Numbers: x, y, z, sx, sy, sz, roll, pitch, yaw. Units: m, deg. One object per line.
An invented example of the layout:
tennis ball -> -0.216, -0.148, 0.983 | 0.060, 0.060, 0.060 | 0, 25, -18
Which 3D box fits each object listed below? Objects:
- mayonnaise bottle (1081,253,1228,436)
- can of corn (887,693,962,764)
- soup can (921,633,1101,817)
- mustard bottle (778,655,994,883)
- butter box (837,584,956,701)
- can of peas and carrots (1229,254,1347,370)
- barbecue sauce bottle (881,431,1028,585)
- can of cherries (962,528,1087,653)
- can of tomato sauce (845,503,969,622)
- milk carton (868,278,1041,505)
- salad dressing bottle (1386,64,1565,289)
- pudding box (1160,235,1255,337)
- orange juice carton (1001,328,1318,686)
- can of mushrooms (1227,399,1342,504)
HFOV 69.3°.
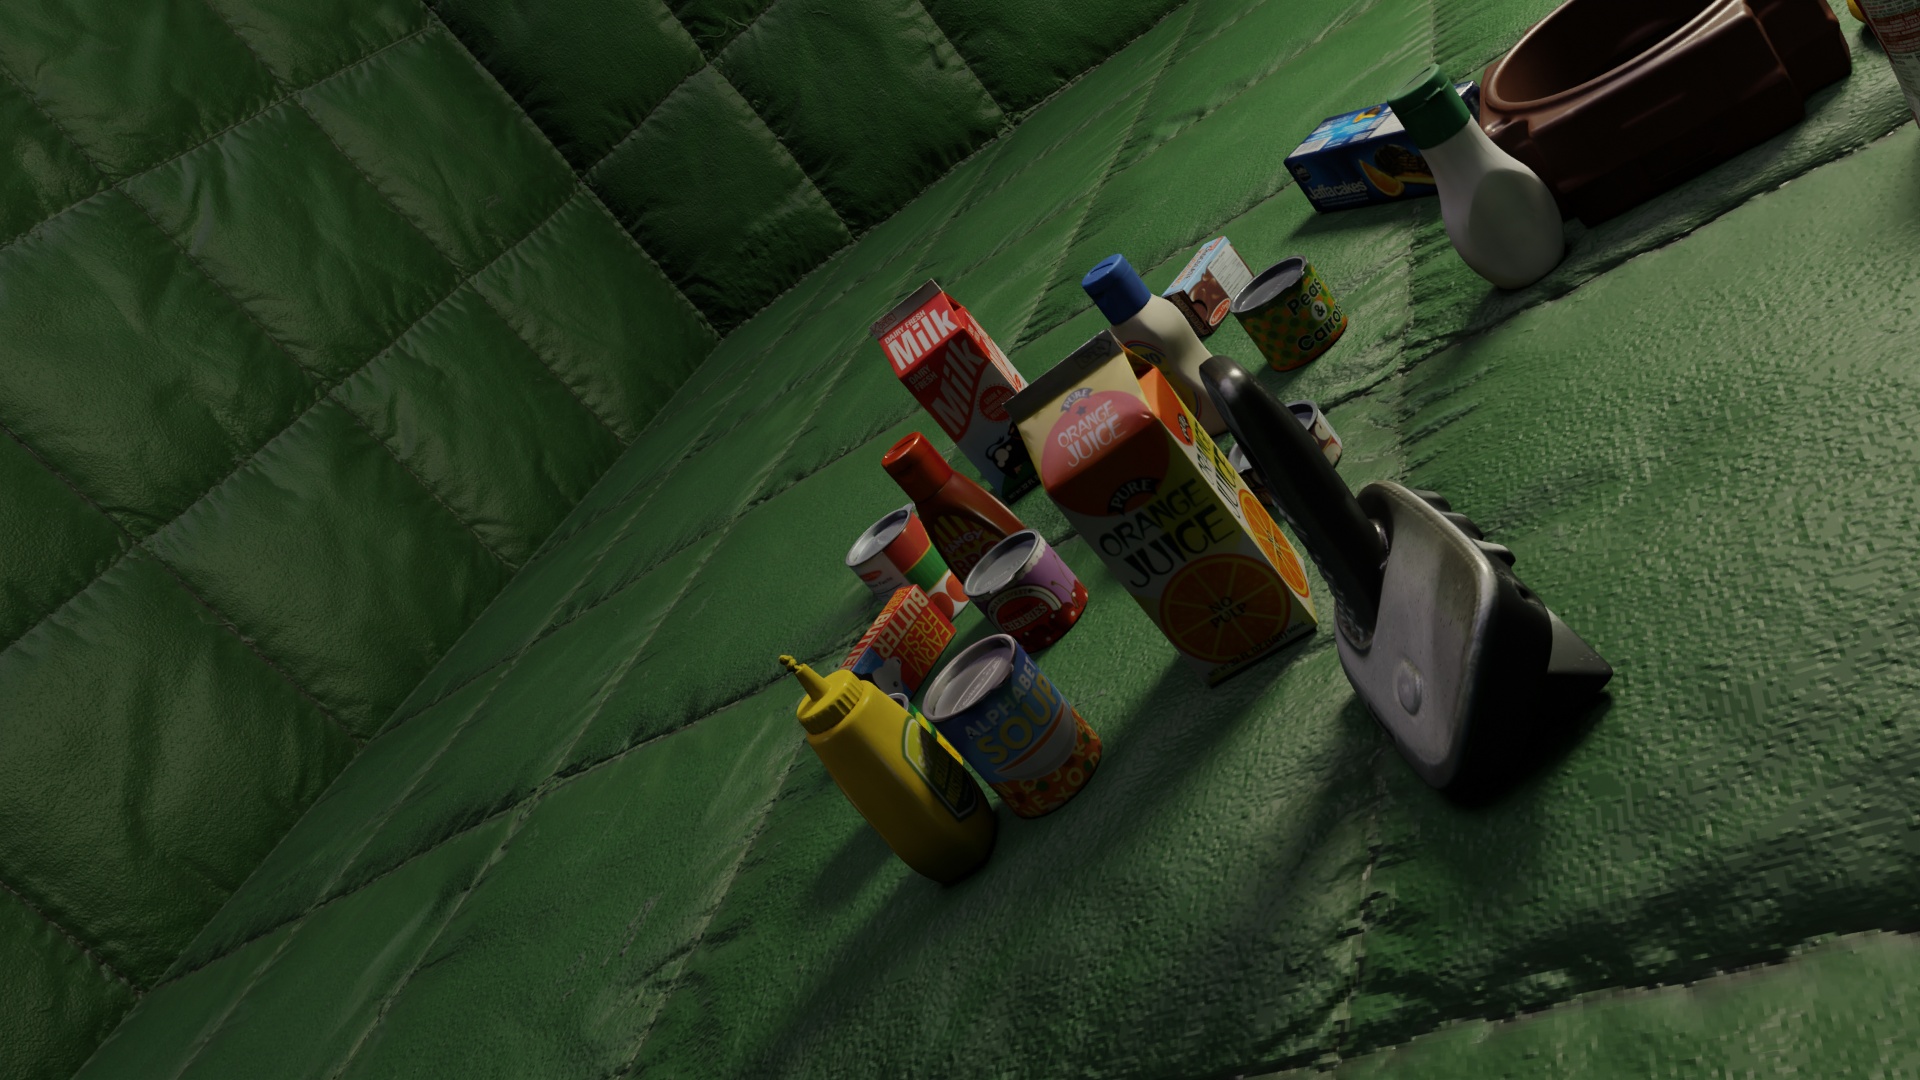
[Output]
mayonnaise bottle -> 0.145, -0.140, 1.013 | 0.041, 0.148, 0.064 | -50, 20, -25
can of corn -> -0.040, 0.141, 0.877 | 0.071, 0.058, 0.071 | -36, 19, 15
soup can -> 0.031, 0.105, 0.781 | 0.071, 0.083, 0.071 | -36, 19, 15
mustard bottle -> -0.045, 0.120, 0.774 | 0.048, 0.160, 0.065 | -34, 19, 20
butter box -> -0.049, 0.086, 1.027 | 0.024, 0.053, 0.104 | -19, 28, 49
can of peas and carrots -> 0.243, -0.168, 1.023 | 0.071, 0.058, 0.071 | -36, 19, 15
barbecue sauce bottle -> 0.004, -0.013, 0.998 | 0.064, 0.148, 0.044 | -30, 21, 30
can of cherries -> 0.044, 0.036, 0.950 | 0.071, 0.058, 0.072 | -36, 19, 15
can of tomato sauce -> -0.038, 0.024, 1.098 | 0.071, 0.083, 0.071 | -36, 19, 15
milk carton -> 0.009, -0.131, 1.190 | 0.072, 0.190, 0.074 | -36, 19, 14
salad dressing bottle -> 0.321, -0.227, 0.867 | 0.064, 0.147, 0.044 | -39, 18, 7
pudding box -> 0.216, -0.221, 1.212 | 0.030, 0.049, 0.084 | -13, 33, 55
orange juice carton -> 0.107, -0.021, 0.747 | 0.071, 0.192, 0.073 | -33, 20, 22
can of mushrooms -> 0.205, -0.054, 0.882 | 0.071, 0.033, 0.071 | -36, 19, 15
